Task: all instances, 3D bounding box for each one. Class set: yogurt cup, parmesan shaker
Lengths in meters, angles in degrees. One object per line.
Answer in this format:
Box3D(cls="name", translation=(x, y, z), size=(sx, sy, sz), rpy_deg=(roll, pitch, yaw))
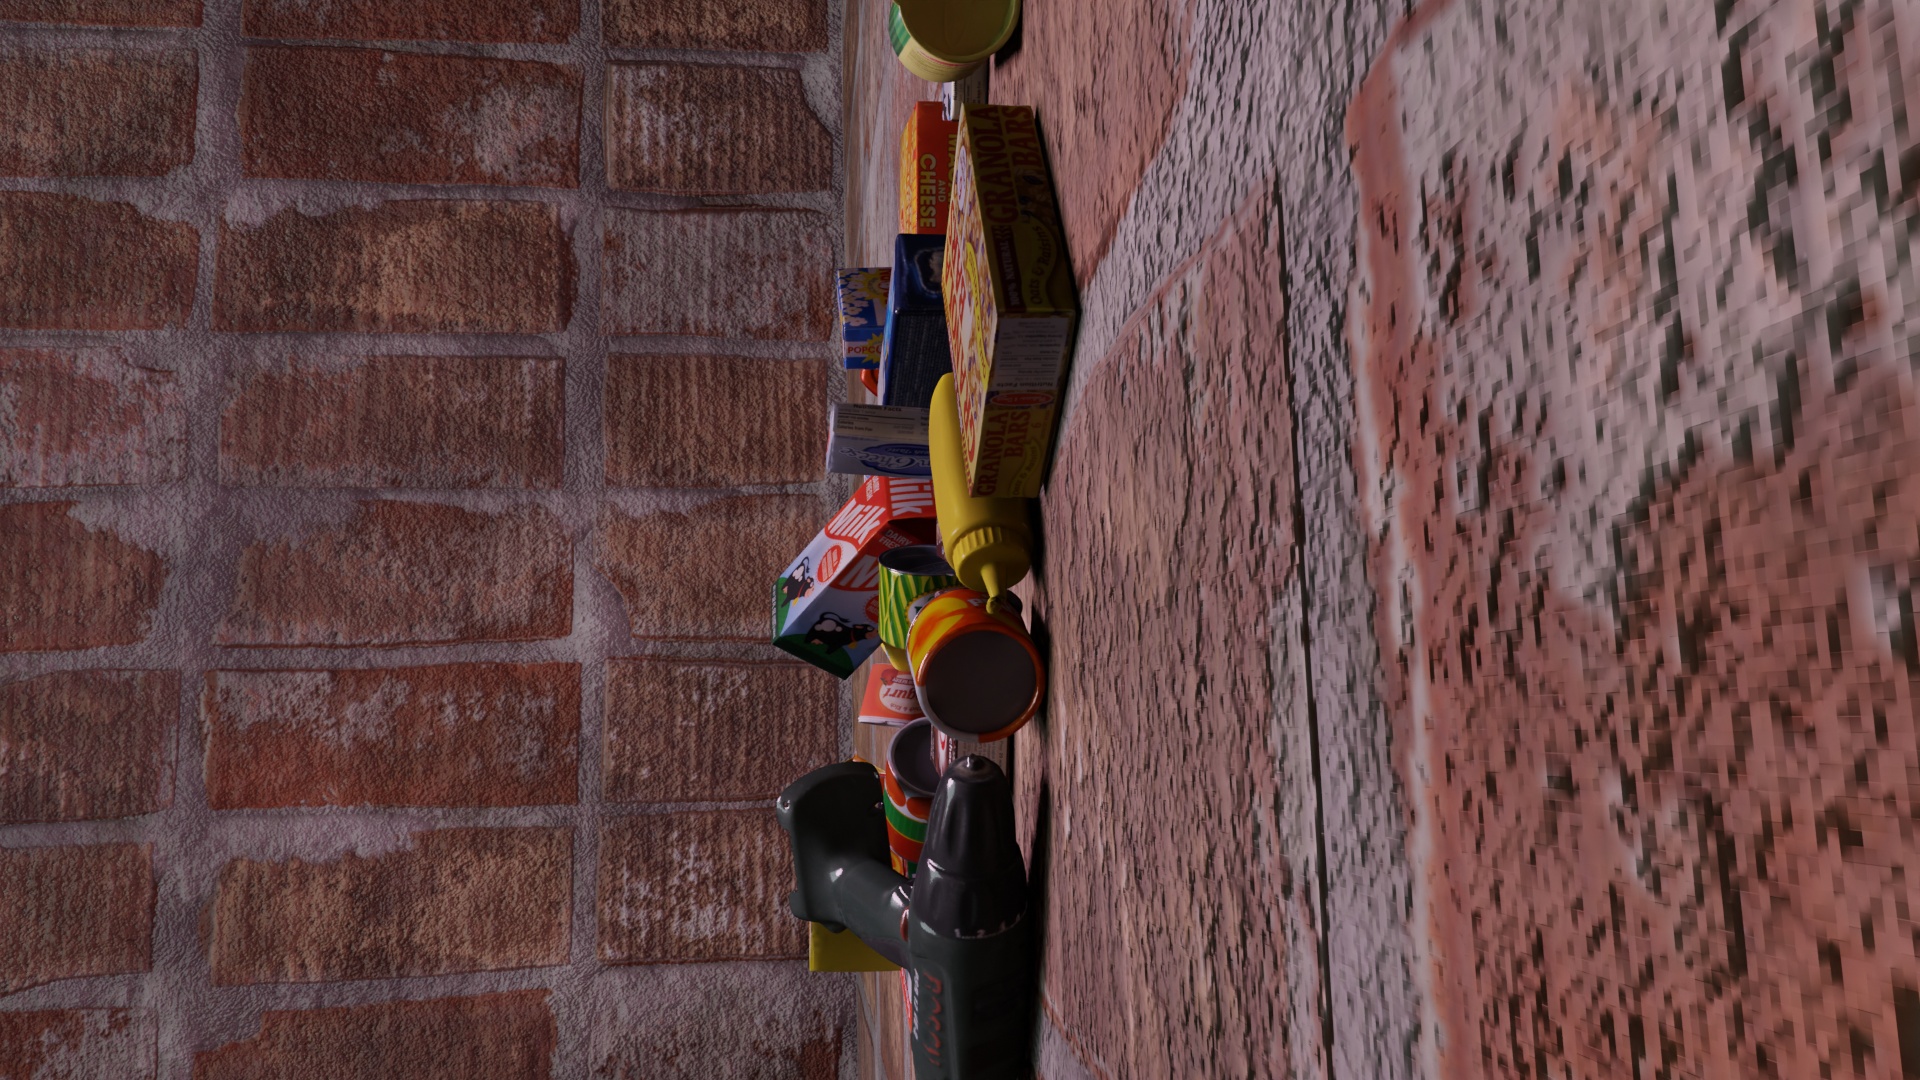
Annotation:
Box3D(cls="yogurt cup", translation=(-0.055, 0.141, 1.249), size=(0.072, 0.072, 0.054), rpy_deg=(126, 151, -78))
Box3D(cls="parmesan shaker", translation=(-0.009, -0.302, 0.794), size=(0.103, 0.071, 0.071), rpy_deg=(-119, 30, -76))

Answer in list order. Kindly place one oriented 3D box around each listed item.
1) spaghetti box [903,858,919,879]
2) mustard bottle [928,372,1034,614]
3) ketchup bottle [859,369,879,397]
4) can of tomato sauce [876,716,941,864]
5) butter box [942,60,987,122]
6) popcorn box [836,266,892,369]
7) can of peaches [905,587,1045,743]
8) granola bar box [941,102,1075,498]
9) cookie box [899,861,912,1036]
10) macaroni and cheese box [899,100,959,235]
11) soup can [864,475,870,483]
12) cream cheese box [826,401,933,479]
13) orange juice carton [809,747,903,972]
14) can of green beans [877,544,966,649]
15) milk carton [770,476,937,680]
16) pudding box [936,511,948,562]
Box3D(cls="spaghetti box", translation=(-0.015, 0.224, 0.978), size=(0.251, 0.050, 0.028), rpy_deg=(-102, 15, -59))
Box3D(cls="mustard bottle", translation=(0.012, -0.021, 0.742), size=(0.065, 0.049, 0.161), rpy_deg=(97, 169, -47))
Box3D(cls="ketchup bottle", translation=(-0.049, -0.139, 1.195), size=(0.149, 0.065, 0.043), rpy_deg=(-82, 16, -84))
Box3D(cls="can of tomato sauce", translation=(-0.021, 0.168, 0.939), size=(0.082, 0.071, 0.071), rpy_deg=(98, 169, -46))
Box3D(cls="butter box", translation=(0.003, -0.322, 0.891), size=(0.053, 0.024, 0.103), rpy_deg=(-115, 25, -72))
Box3D(cls="popcorn box", translation=(-0.055, -0.182, 1.127), size=(0.127, 0.085, 0.038), rpy_deg=(-102, 13, -57))
Box3D(cls="can of peaches", translation=(0.009, 0.062, 0.716), size=(0.058, 0.071, 0.071), rpy_deg=(-114, 25, -73))
Box3D(cls="granola bar box", translation=(0.021, -0.122, 0.702), size=(0.123, 0.039, 0.166), rpy_deg=(99, 168, -49))
Box3D(cls="cookie box", translation=(-0.024, 0.286, 1.101), size=(0.123, 0.040, 0.167), rpy_deg=(-124, 35, -78))
Box3D(cls="macaroni and cheese box", translation=(-0.020, -0.248, 1.023), size=(0.166, 0.040, 0.123), rpy_deg=(-130, 40, -80))
Box3D(cls="soup can", translation=(-0.047, -0.054, 1.134), size=(0.072, 0.071, 0.083), rpy_deg=(-102, 13, -58))
Box3D(cls="cream cheese box", translation=(-0.028, -0.059, 0.841), size=(0.053, 0.104, 0.024), rpy_deg=(109, 164, -66))
Box3D(cls="orange juice carton", translation=(-0.086, 0.255, 1.131), size=(0.193, 0.073, 0.071), rpy_deg=(-100, 12, -61))
Box3D(cls="can of green beans", translation=(-0.025, 0.040, 0.977), size=(0.071, 0.071, 0.057), rpy_deg=(-112, 22, -72))
Box3D(cls="milk carton", translation=(-0.062, 0.013, 1.058), size=(0.190, 0.073, 0.073), rpy_deg=(-46, 31, 25))
Box3D(cls="pudding box", translation=(0.003, -0.011, 0.890), size=(0.084, 0.030, 0.049), rpy_deg=(-153, 64, -82))
